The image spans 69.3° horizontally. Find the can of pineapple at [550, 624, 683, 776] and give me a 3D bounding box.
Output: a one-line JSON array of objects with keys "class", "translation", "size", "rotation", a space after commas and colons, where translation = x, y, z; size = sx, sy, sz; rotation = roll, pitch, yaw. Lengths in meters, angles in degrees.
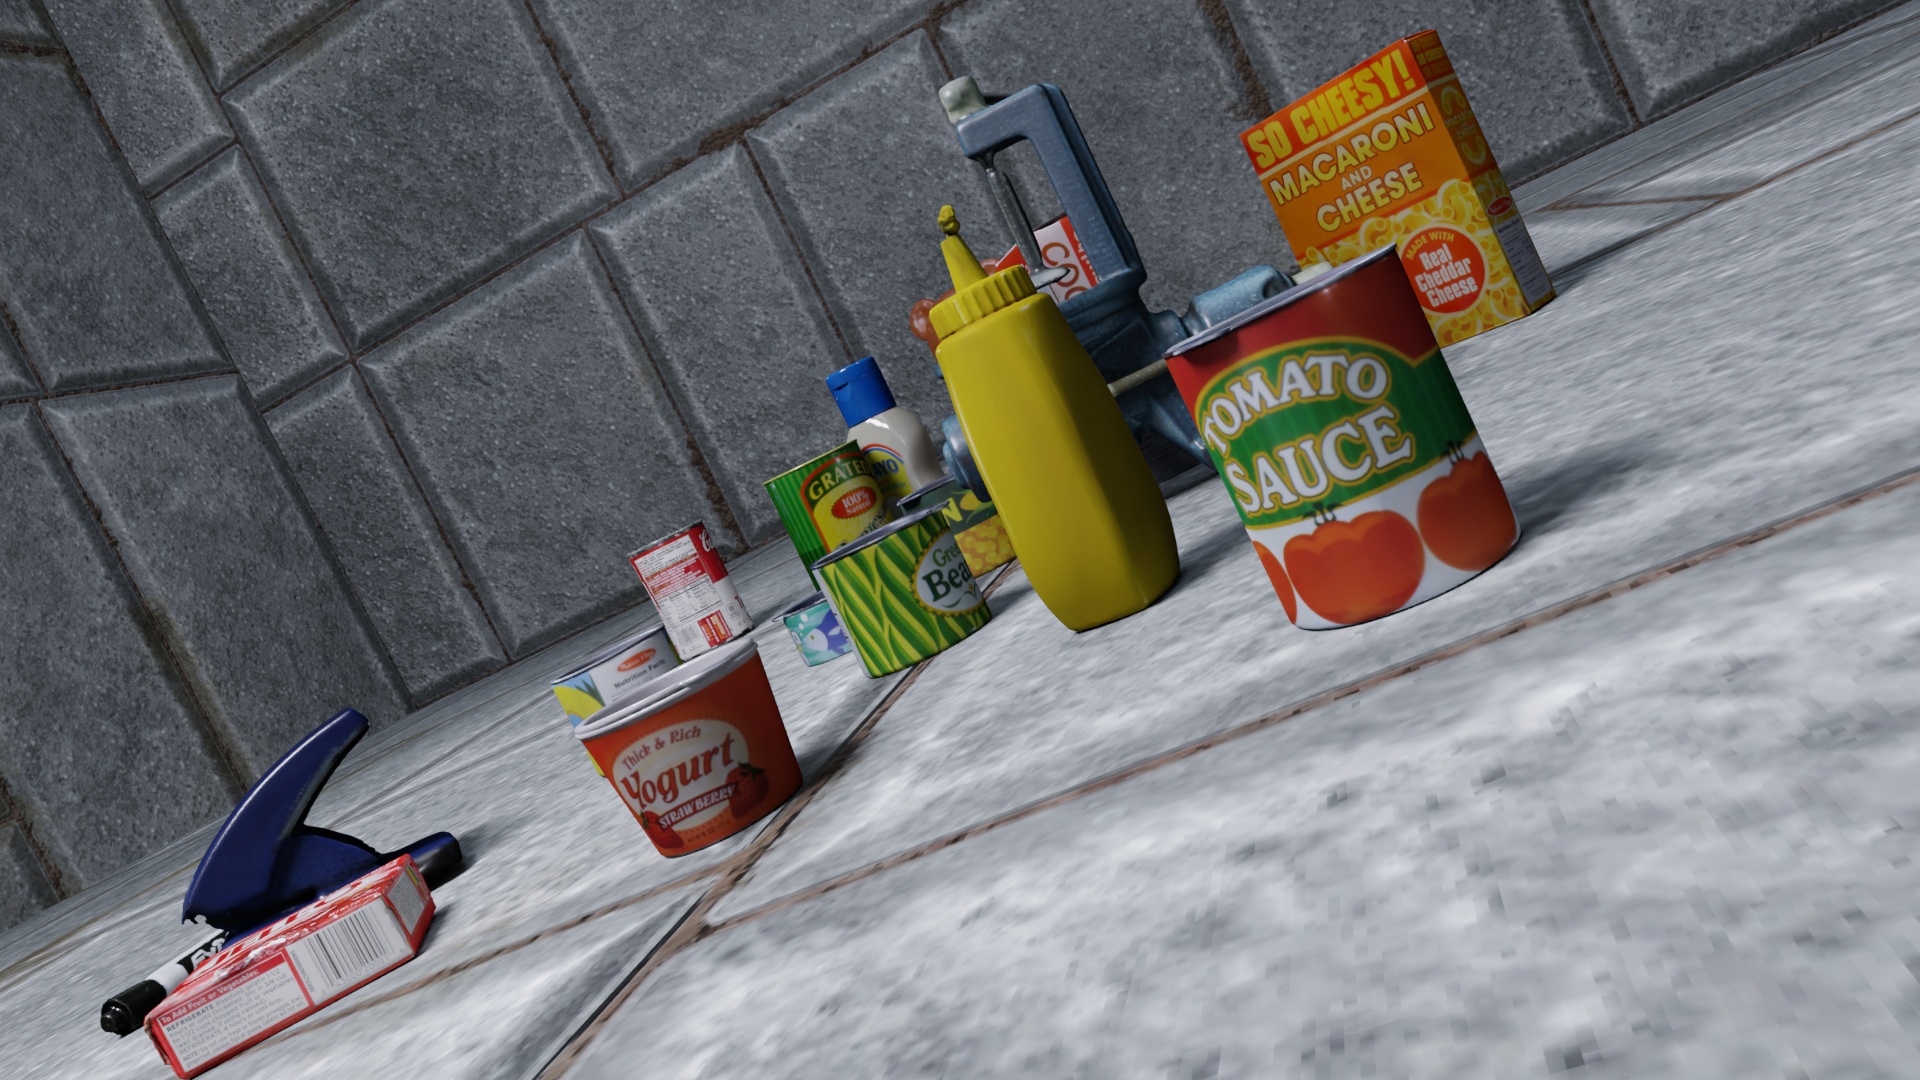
[{"class": "can of pineapple", "translation": [-0.175, 0.085, 0.738], "size": [0.071, 0.058, 0.071], "rotation": [-26, 5, 2]}]

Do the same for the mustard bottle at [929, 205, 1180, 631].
[{"class": "mustard bottle", "translation": [0.027, -0.048, 0.510], "size": [0.048, 0.160, 0.065], "rotation": [-24, 5, 28]}]

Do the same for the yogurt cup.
[{"class": "yogurt cup", "translation": [-0.090, 0.072, 0.478], "size": [0.072, 0.054, 0.072], "rotation": [-26, 5, 2]}]

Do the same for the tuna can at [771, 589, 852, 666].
[{"class": "tuna can", "translation": [-0.066, 0.042, 0.773], "size": [0.071, 0.033, 0.071], "rotation": [-26, 5, 2]}]

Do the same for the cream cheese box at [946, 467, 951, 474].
[{"class": "cream cheese box", "translation": [0.046, -0.057, 1.104], "size": [0.104, 0.053, 0.024], "rotation": [-26, 5, 3]}]

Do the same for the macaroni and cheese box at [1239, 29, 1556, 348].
[{"class": "macaroni and cheese box", "translation": [0.253, -0.192, 0.813], "size": [0.040, 0.166, 0.123], "rotation": [-30, 6, -39]}]

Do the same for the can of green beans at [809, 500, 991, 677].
[{"class": "can of green beans", "translation": [-0.027, 0.023, 0.635], "size": [0.071, 0.057, 0.071], "rotation": [-26, 5, 2]}]

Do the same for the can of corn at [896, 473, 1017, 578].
[{"class": "can of corn", "translation": [0.003, -0.010, 0.820], "size": [0.071, 0.058, 0.071], "rotation": [-26, 5, 2]}]

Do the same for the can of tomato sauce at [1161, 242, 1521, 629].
[{"class": "can of tomato sauce", "translation": [0.100, -0.026, 0.369], "size": [0.071, 0.083, 0.071], "rotation": [-26, 5, 2]}]

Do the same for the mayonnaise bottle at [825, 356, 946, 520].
[{"class": "mayonnaise bottle", "translation": [-0.043, -0.049, 0.929], "size": [0.064, 0.148, 0.041], "rotation": [-22, 6, 38]}]

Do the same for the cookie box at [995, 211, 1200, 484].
[{"class": "cookie box", "translation": [0.083, -0.115, 0.869], "size": [0.040, 0.167, 0.123], "rotation": [-27, 5, -5]}]

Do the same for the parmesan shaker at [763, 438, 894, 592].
[{"class": "parmesan shaker", "translation": [-0.072, -0.006, 0.891], "size": [0.071, 0.103, 0.071], "rotation": [-26, 5, 2]}]
